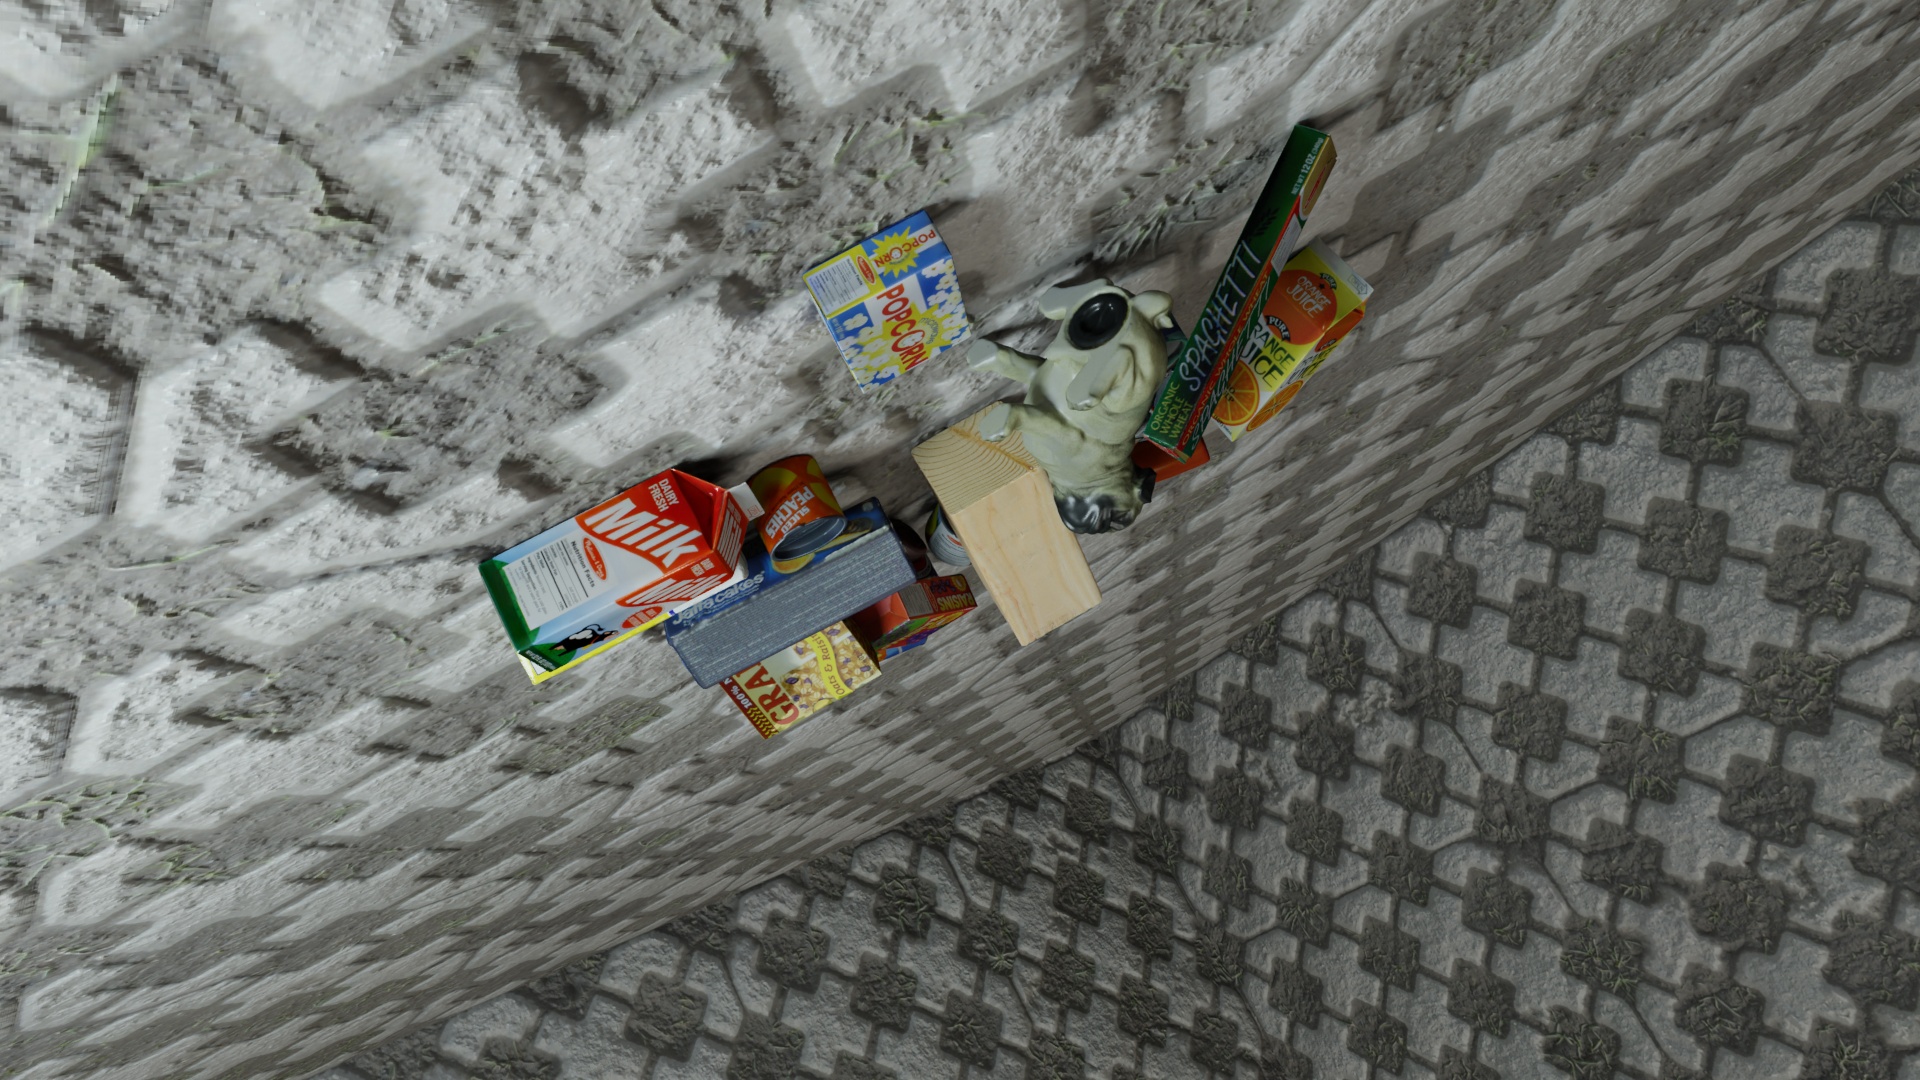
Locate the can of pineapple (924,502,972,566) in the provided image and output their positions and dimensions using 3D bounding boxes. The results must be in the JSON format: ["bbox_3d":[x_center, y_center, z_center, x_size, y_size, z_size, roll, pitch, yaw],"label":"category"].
[{"bbox_3d":[0.005,-0.017,1.326,0.071,0.071,0.057,-21,163,-25],"label":"can of pineapple"}]

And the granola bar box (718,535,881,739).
[{"bbox_3d":[-0.162,0.083,1.207,0.124,0.039,0.165,-30,122,5],"label":"granola bar box"}]

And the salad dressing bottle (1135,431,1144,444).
[{"bbox_3d":[0.127,-0.083,1.370,0.064,0.044,0.147,-15,159,-37],"label":"salad dressing bottle"}]

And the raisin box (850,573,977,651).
[{"bbox_3d":[-0.052,0.070,1.312,0.086,0.040,0.123,-33,166,29],"label":"raisin box"}]

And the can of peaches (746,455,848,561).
[{"bbox_3d":[-0.130,-0.025,1.074,0.071,0.058,0.071,-26,164,-8],"label":"can of peaches"}]

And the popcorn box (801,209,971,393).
[{"bbox_3d":[-0.043,-0.148,0.876,0.085,0.038,0.126,-29,165,-2],"label":"popcorn box"}]

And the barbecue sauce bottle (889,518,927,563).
[{"bbox_3d":[-0.101,0.043,1.323,0.148,0.044,0.065,-44,157,14],"label":"barbecue sauce bottle"}]

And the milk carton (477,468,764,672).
[{"bbox_3d":[-0.231,0.013,0.988,0.191,0.073,0.072,-28,164,-6],"label":"milk carton"}]

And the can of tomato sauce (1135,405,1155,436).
[{"bbox_3d":[0.112,-0.122,1.147,0.071,0.083,0.071,-27,164,-8],"label":"can of tomato sauce"}]

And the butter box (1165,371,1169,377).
[{"bbox_3d":[0.136,-0.136,1.253,0.103,0.024,0.053,-33,163,11],"label":"butter box"}]

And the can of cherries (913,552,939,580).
[{"bbox_3d":[-0.059,0.031,1.377,0.071,0.058,0.071,-26,164,-8],"label":"can of cherries"}]

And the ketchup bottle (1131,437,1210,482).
[{"bbox_3d":[0.179,-0.082,1.439,0.149,0.065,0.043,-23,143,11],"label":"ketchup bottle"}]

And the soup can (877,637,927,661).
[{"bbox_3d":[-0.087,0.096,1.519,0.084,0.071,0.071,-21,162,-27],"label":"soup can"}]

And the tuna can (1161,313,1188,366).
[{"bbox_3d":[0.160,-0.166,1.186,0.071,0.033,0.071,-26,164,-8],"label":"tuna can"}]

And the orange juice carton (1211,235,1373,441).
[{"bbox_3d":[0.292,-0.183,1.257,0.073,0.072,0.191,-26,160,-41],"label":"orange juice carton"}]

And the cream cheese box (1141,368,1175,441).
[{"bbox_3d":[0.197,-0.134,1.370,0.053,0.024,0.103,-15,159,-45],"label":"cream cheese box"}]

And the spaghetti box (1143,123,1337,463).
[{"bbox_3d":[0.202,-0.176,1.002,0.249,0.029,0.050,-64,158,4],"label":"spaghetti box"}]
